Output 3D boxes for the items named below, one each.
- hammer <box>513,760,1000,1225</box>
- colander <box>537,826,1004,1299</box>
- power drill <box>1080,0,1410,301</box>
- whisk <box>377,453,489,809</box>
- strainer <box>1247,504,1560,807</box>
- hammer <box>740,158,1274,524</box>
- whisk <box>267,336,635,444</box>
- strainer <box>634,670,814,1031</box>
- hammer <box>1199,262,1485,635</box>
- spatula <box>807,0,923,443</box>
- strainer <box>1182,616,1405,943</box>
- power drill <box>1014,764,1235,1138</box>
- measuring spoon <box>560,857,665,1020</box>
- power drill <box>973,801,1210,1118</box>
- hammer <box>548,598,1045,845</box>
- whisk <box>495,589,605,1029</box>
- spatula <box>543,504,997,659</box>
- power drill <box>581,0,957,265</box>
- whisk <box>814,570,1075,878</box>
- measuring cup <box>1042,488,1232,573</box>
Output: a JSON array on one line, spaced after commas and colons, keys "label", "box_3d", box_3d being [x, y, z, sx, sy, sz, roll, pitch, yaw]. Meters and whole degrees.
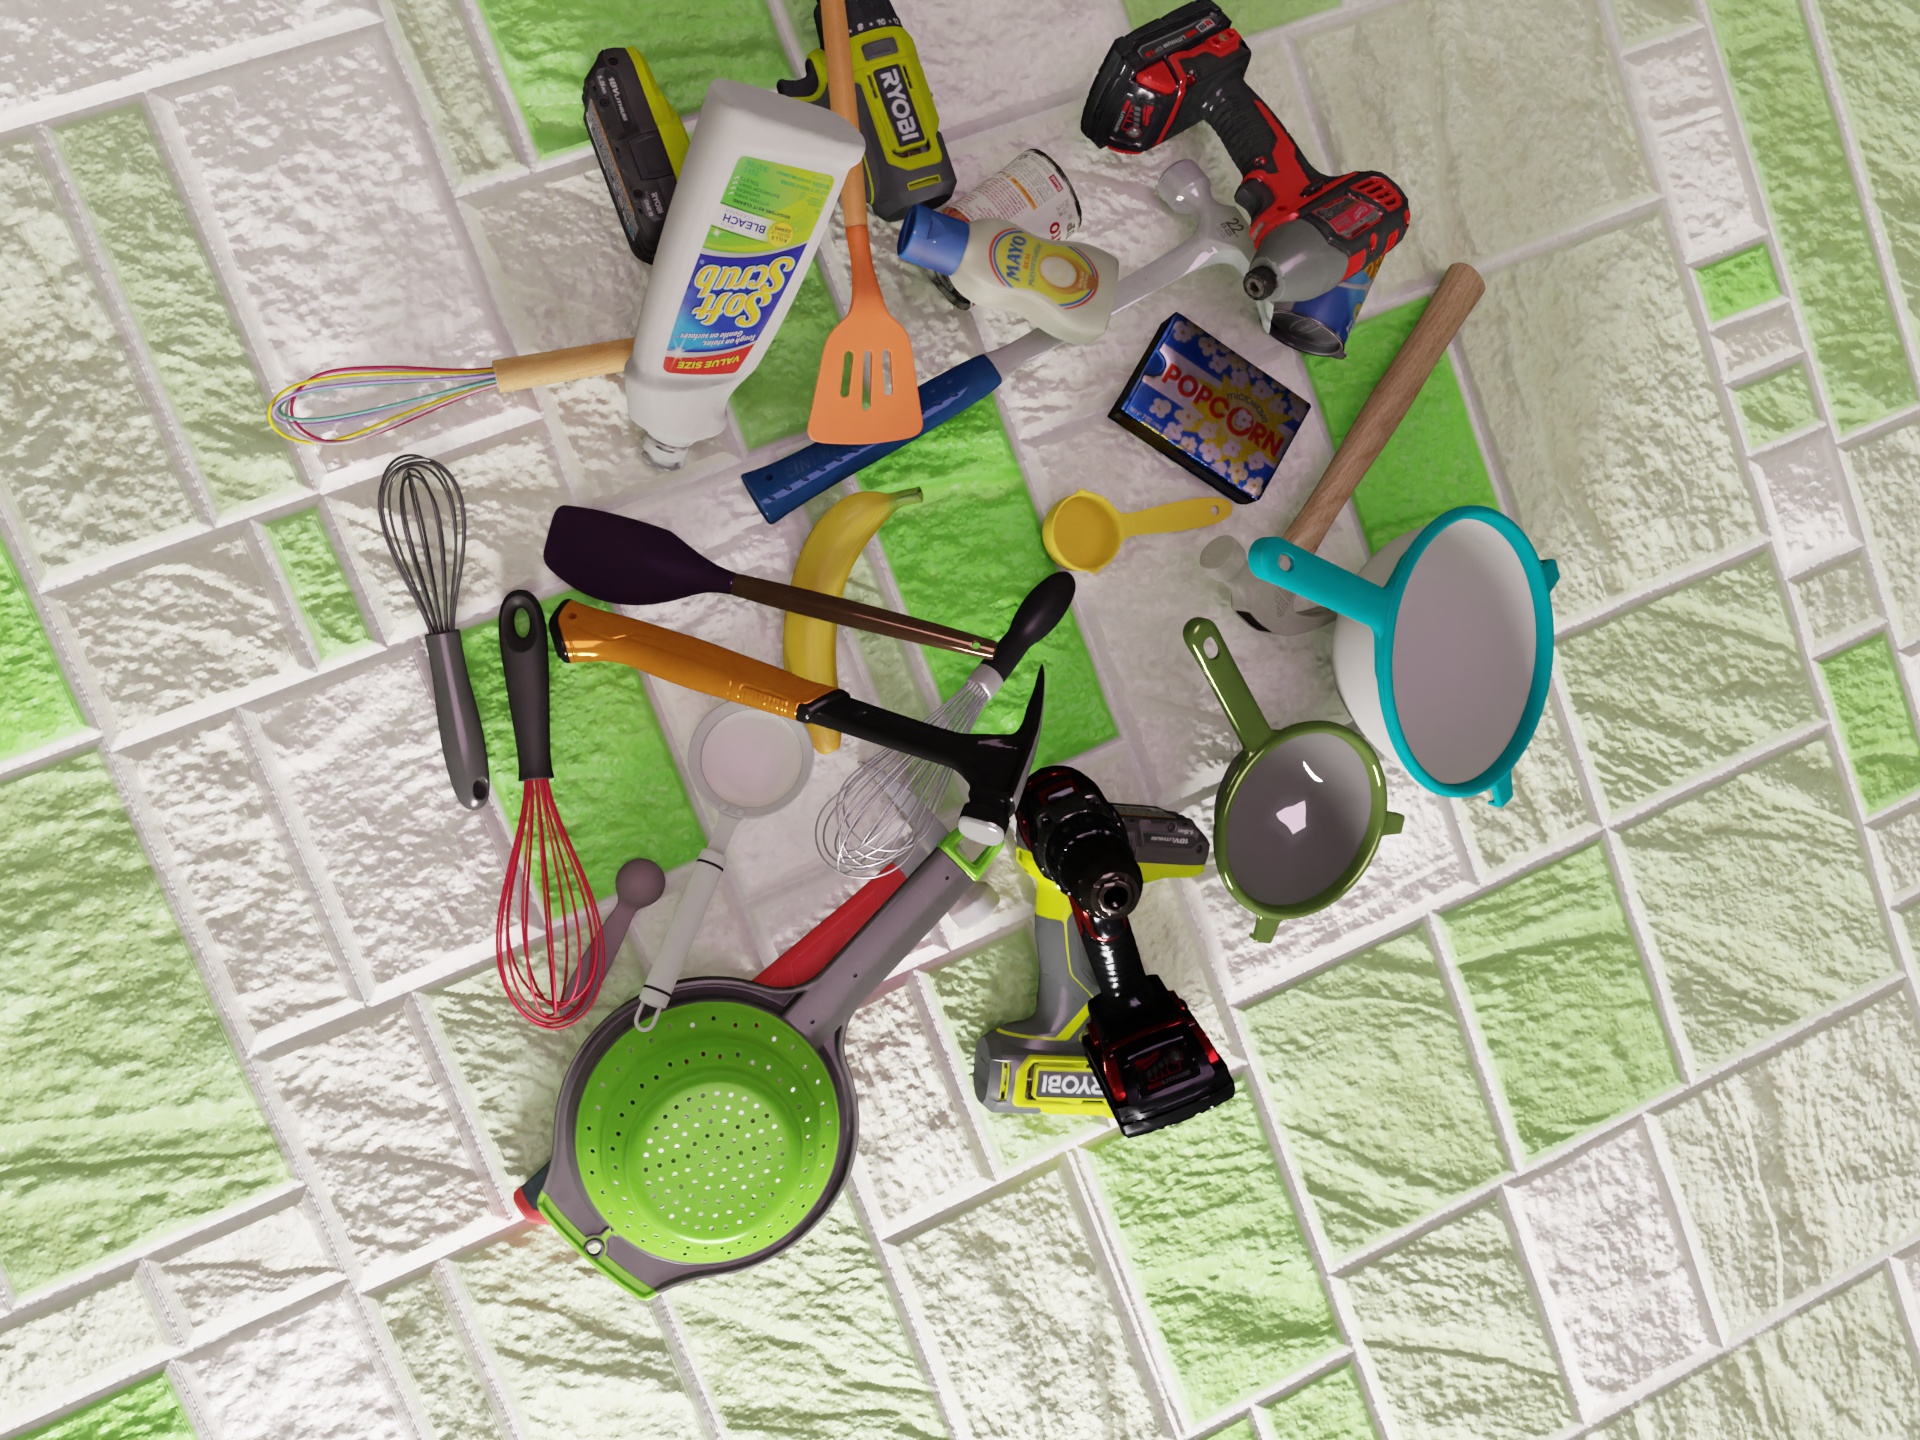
[{"label": "hammer", "box_3d": [-0.160, 0.197, 1.107, 0.386, 0.038, 0.143, -40, 99, -9]}, {"label": "colander", "box_3d": [-0.107, 0.217, 1.050, 0.204, 0.094, 0.397, 45, 82, -8]}, {"label": "power drill", "box_3d": [0.193, -0.383, 1.101, 0.143, 0.078, 0.220, -36, 79, -27]}, {"label": "whisk", "box_3d": [-0.341, -0.057, 1.053, 0.055, 0.055, 0.239, -10, 99, -13]}, {"label": "strainer", "box_3d": [0.294, -0.068, 1.138, 0.340, 0.095, 0.211, 18, 84, -37]}, {"label": "hammer", "box_3d": [0.035, -0.249, 1.118, 0.405, 0.035, 0.144, -31, 69, -7]}, {"label": "whisk", "box_3d": [-0.330, -0.222, 1.054, 0.245, 0.051, 0.047, -14, 116, -17]}, {"label": "strainer", "box_3d": [-0.166, 0.087, 1.075, 0.087, 0.050, 0.258, 19, 71, 3]}, {"label": "hammer", "box_3d": [0.302, -0.205, 1.191, 0.129, 0.031, 0.331, 42, 76, -34]}, {"label": "spatula", "box_3d": [-0.074, -0.346, 1.046, 0.081, 0.041, 0.322, -7, 93, -18]}, {"label": "strainer", "box_3d": [0.210, 0.026, 1.153, 0.151, 0.069, 0.256, -38, 115, -12]}, {"label": "power drill", "box_3d": [0.102, 0.149, 1.016, 0.080, 0.188, 0.226, -21, 106, -3]}, {"label": "measuring spoon", "box_3d": [-0.242, 0.153, 1.095, 0.034, 0.018, 0.124, 29, 86, -13]}, {"label": "power drill", "box_3d": [0.106, 0.175, 1.152, 0.171, 0.080, 0.223, 5, 95, -13]}, {"label": "hammer", "box_3d": [-0.112, -0.024, 1.060, 0.337, 0.034, 0.127, 17, 61, 6]}, {"label": "whisk", "box_3d": [-0.283, 0.059, 1.065, 0.073, 0.073, 0.296, -5, 87, -13]}, {"label": "spatula", "box_3d": [-0.129, -0.084, 1.078, 0.316, 0.018, 0.060, 14, 90, 2]}, {"label": "power drill", "box_3d": [-0.132, -0.416, 1.072, 0.228, 0.080, 0.190, -22, 98, -15]}, {"label": "whisk", "box_3d": [-0.003, -0.004, 1.107, 0.070, 0.070, 0.285, 43, 66, -11]}, {"label": "measuring cup", "box_3d": [0.130, -0.145, 1.175, 0.156, 0.029, 0.062, -12, 95, -24]}]
